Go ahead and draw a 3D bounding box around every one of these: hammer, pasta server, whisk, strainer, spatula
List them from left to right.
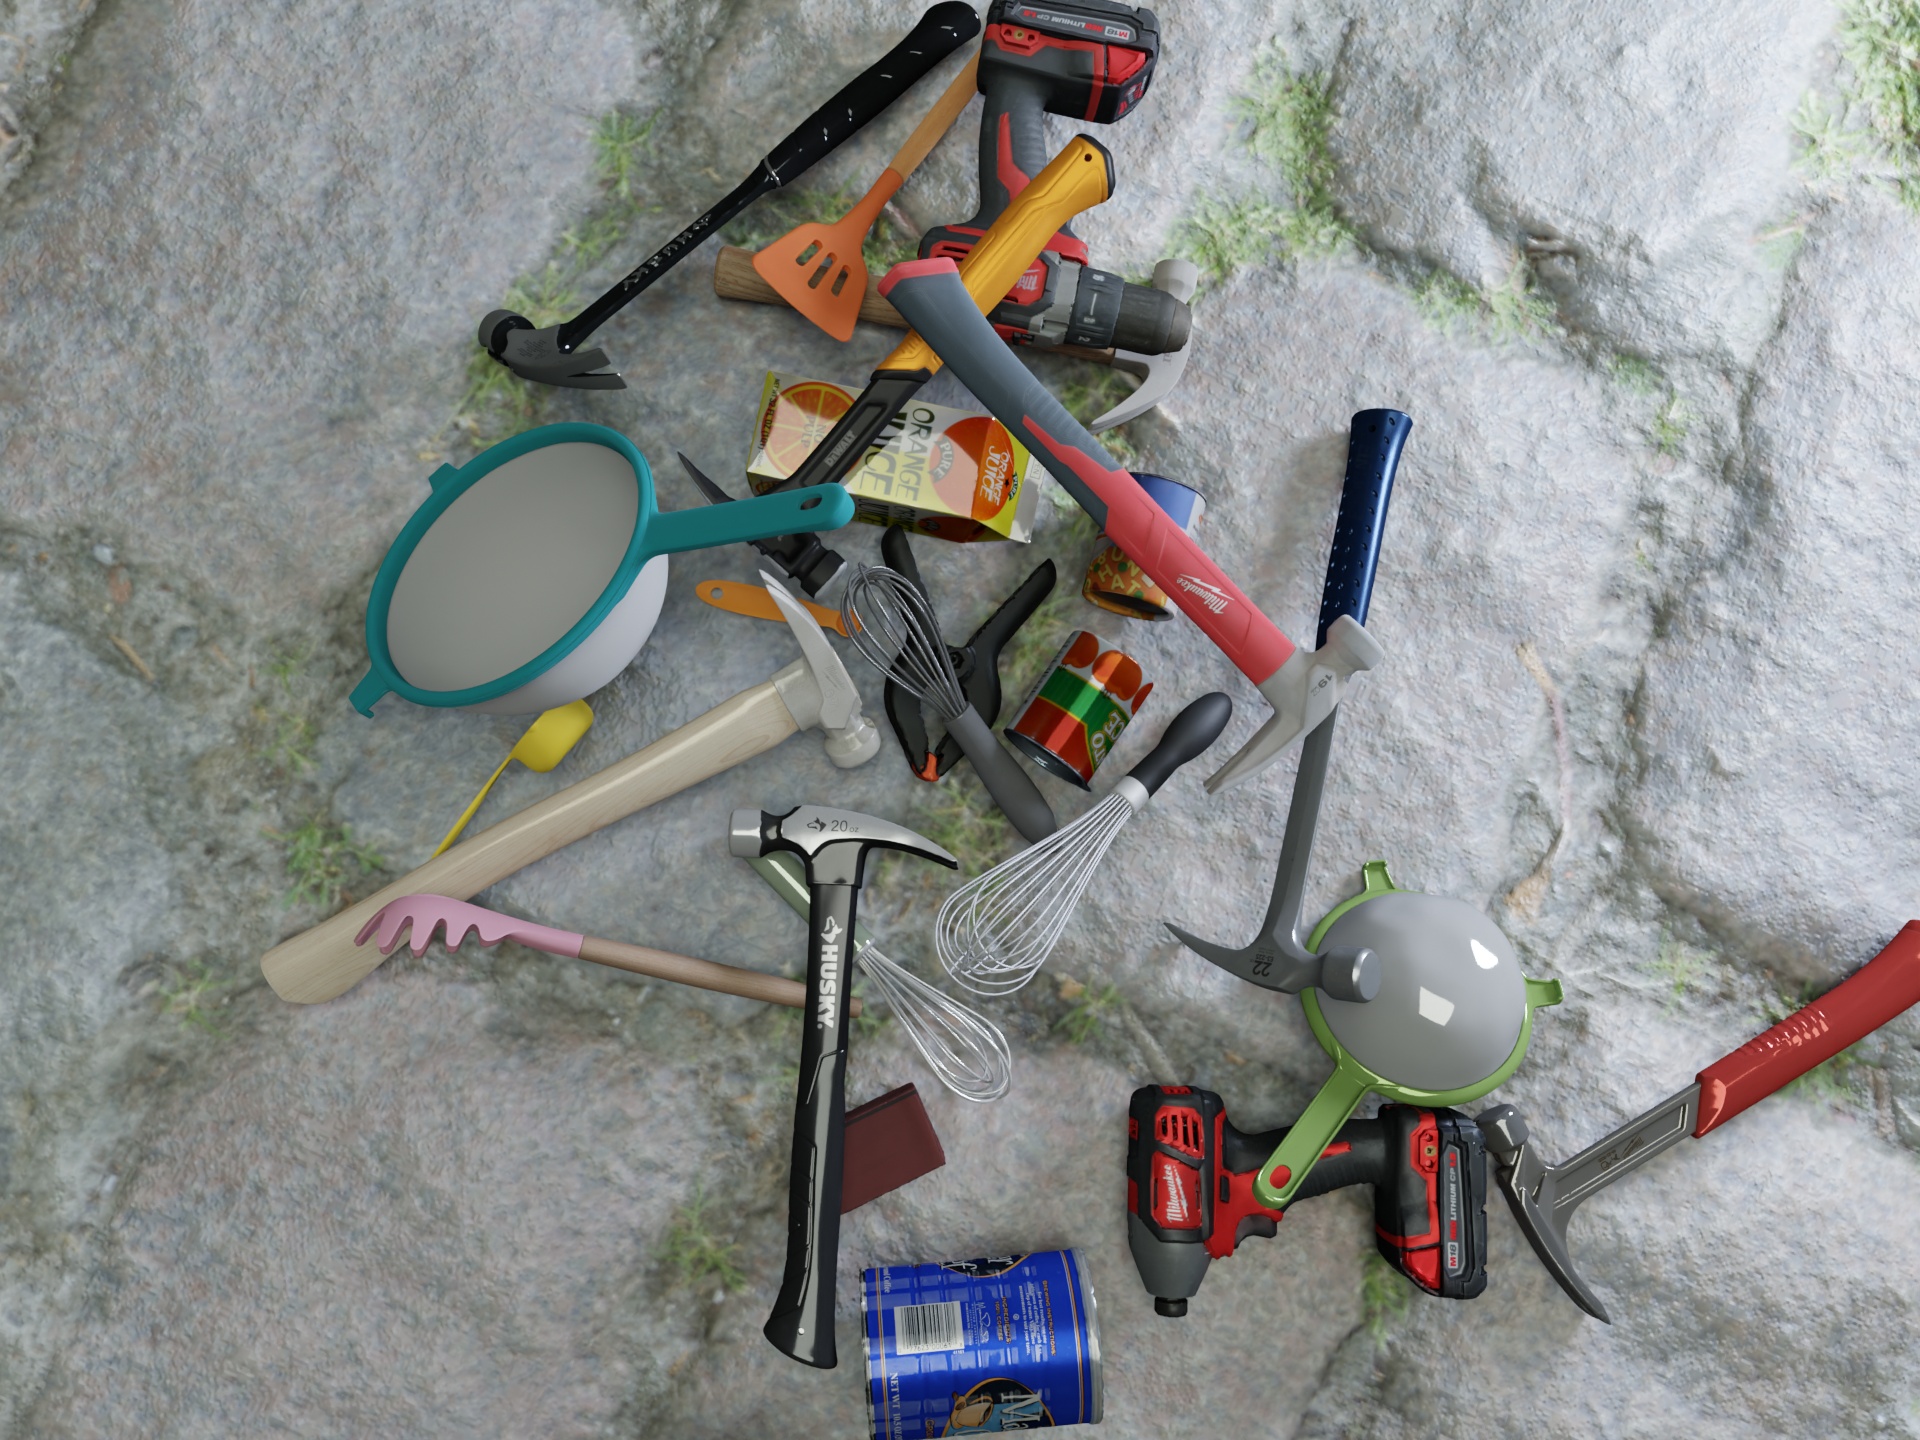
[{"bbox_3d":[-0.258,0.057,1.010,0.410,0.038,0.146,-29,125,-3],"label":"hammer"},{"bbox_3d":[-0.215,0.156,1.004,0.316,0.060,0.040,15,73,-14],"label":"pasta server"},{"bbox_3d":[-0.204,-0.086,0.984,0.340,0.095,0.211,-7,57,23],"label":"strainer"},{"bbox_3d":[-0.138,-0.361,1.076,0.409,0.036,0.149,-44,44,-13],"label":"hammer"},{"bbox_3d":[-0.079,0.220,0.979,0.146,0.035,0.335,2,76,2],"label":"hammer"},{"bbox_3d":[-0.059,0.156,1.036,0.246,0.059,0.058,44,46,7],"label":"whisk"},{"bbox_3d":[-0.028,-0.241,1.006,0.127,0.034,0.337,41,89,-3],"label":"hammer"},{"bbox_3d":[-0.029,-0.393,1.091,0.081,0.041,0.323,38,73,-15],"label":"spatula"},{"bbox_3d":[-0.006,-0.280,1.101,0.331,0.031,0.130,10,82,-2],"label":"hammer"},{"bbox_3d":[-0.001,-0.003,1.023,0.055,0.055,0.238,-39,110,-7],"label":"whisk"},{"bbox_3d":[0.084,-0.127,0.990,0.143,0.038,0.386,-45,98,7],"label":"hammer"},{"bbox_3d":[0.087,0.068,1.019,0.070,0.070,0.284,46,62,3],"label":"whisk"},{"bbox_3d":[0.239,-0.020,1.056,0.144,0.035,0.406,1,70,41],"label":"hammer"},{"bbox_3d":[0.262,0.194,0.983,0.151,0.069,0.256,36,60,19],"label":"strainer"},{"bbox_3d":[0.527,0.247,1.060,0.359,0.036,0.149,-29,85,-6],"label":"hammer"}]

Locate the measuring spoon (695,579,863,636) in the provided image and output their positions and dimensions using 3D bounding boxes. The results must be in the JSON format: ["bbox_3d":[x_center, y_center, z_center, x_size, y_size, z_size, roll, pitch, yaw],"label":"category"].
[{"bbox_3d":[-0.123,-0.076,1.080,0.117,0.011,0.021,13,82,2],"label":"measuring spoon"}]

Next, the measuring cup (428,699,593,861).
[{"bbox_3d":[-0.294,0.047,1.037,0.029,0.062,0.156,38,93,-8],"label":"measuring cup"}]

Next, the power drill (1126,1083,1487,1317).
[{"bbox_3d":[0.215,0.309,1.015,0.219,0.078,0.143,2,82,0],"label":"power drill"}]

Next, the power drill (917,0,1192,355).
[{"bbox_3d":[0.077,-0.357,1.064,0.188,0.080,0.227,12,84,-1],"label":"power drill"}]
